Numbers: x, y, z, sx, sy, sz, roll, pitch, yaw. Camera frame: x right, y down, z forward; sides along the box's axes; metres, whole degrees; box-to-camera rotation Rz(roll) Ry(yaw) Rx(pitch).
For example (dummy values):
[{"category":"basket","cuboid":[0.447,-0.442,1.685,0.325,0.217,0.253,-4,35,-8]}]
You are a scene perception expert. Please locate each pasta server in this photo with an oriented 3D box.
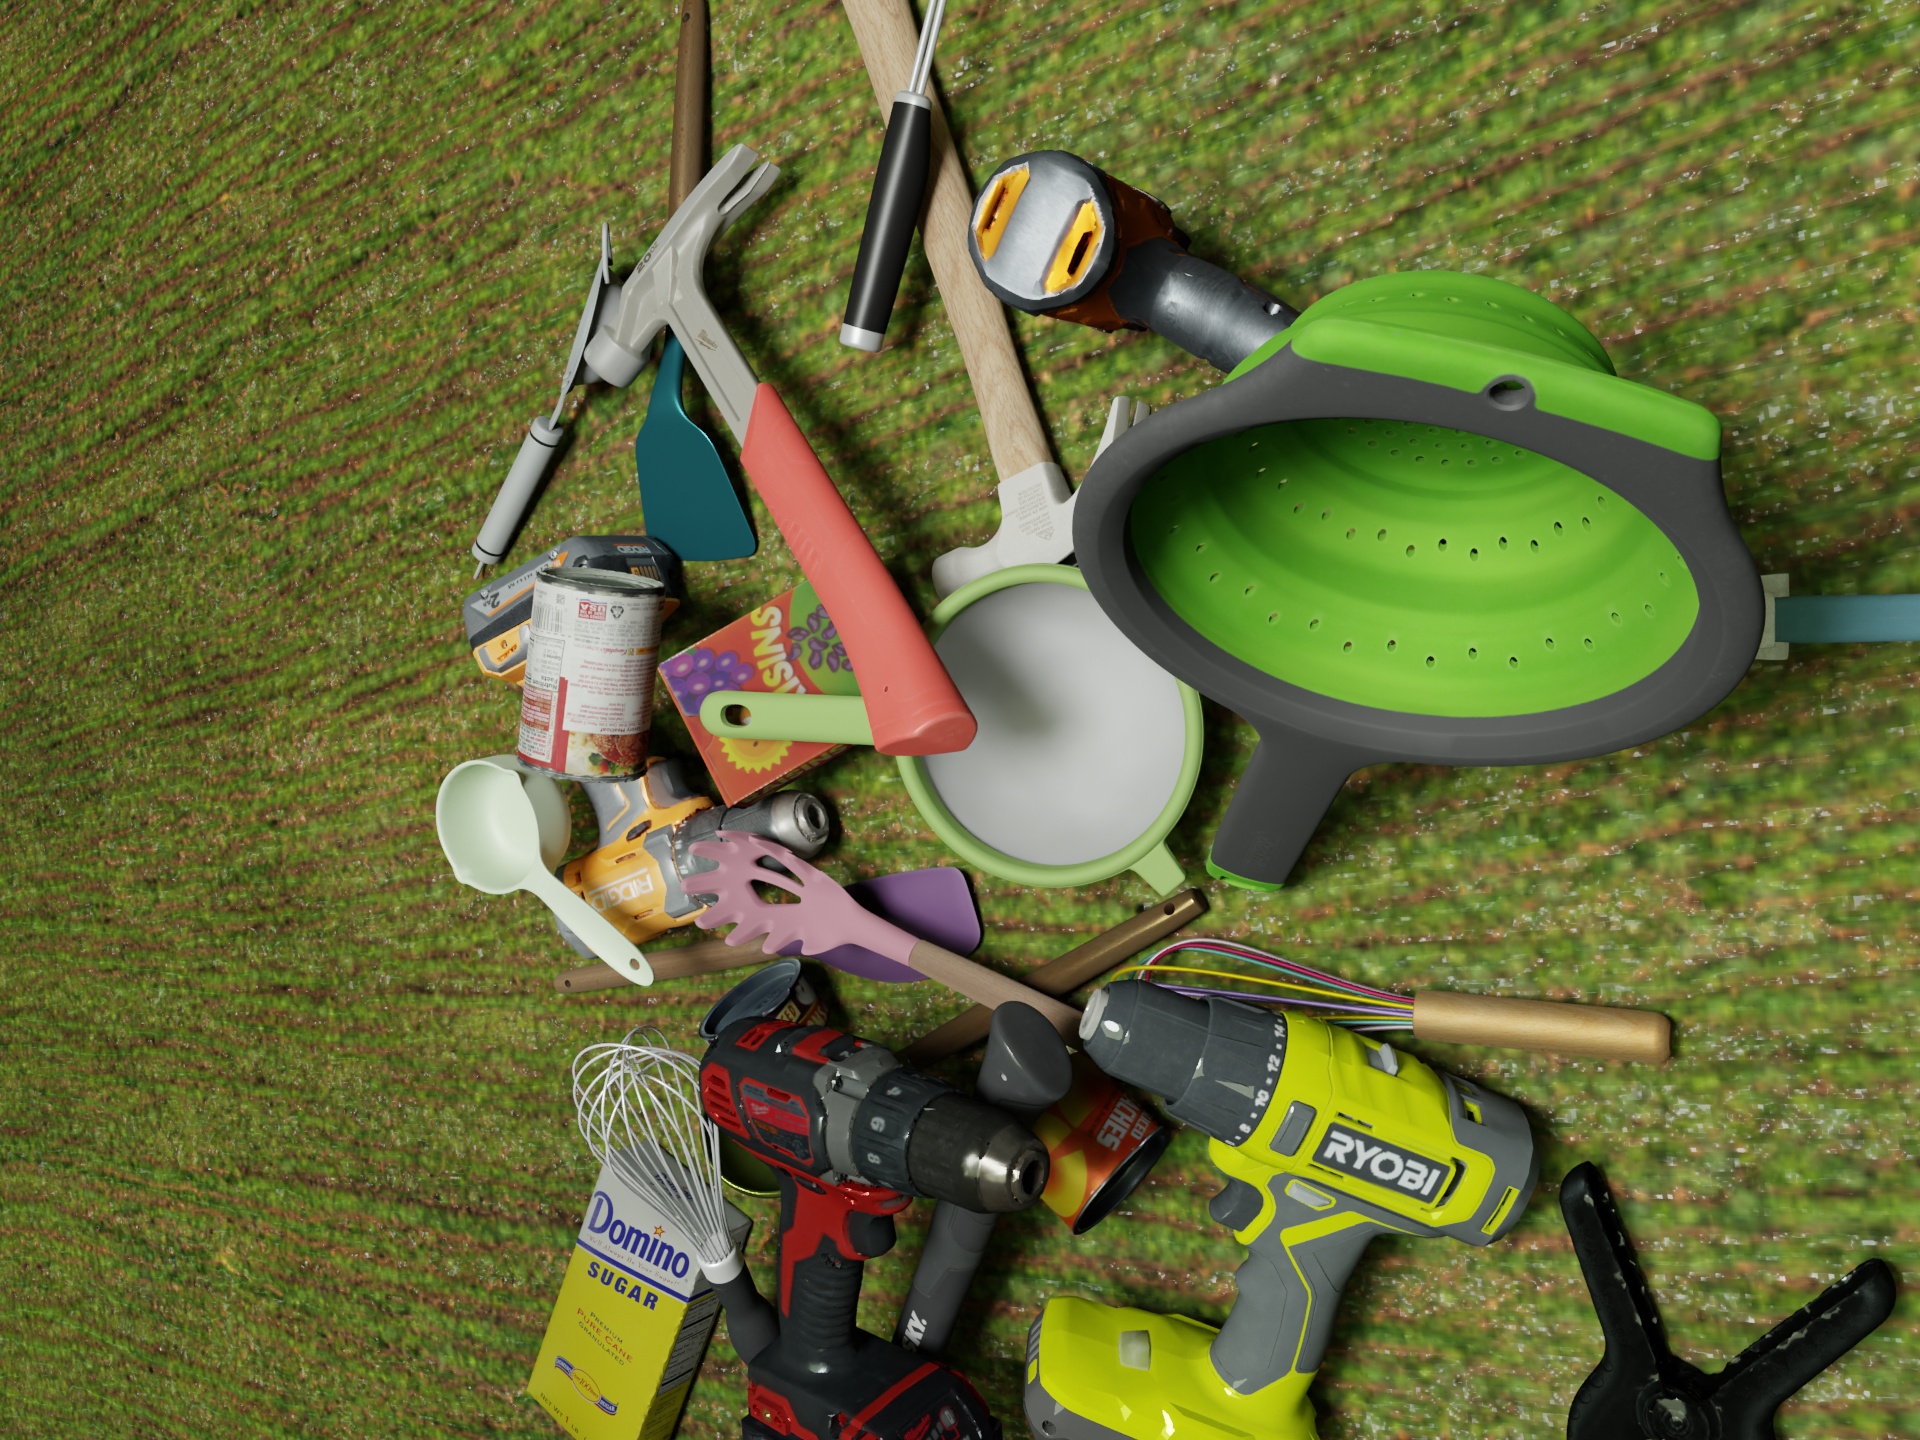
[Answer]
[{"category":"pasta server","cuboid":[-0.003,0.127,0.780,0.316,0.040,0.060,22,105,26]}]

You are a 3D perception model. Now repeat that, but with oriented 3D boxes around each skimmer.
[{"category":"skimmer","cuboid":[-0.035,-0.362,0.748,0.127,0.090,0.363,-136,57,-61]}]

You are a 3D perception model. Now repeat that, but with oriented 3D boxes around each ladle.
[{"category":"ladle","cuboid":[-0.011,0.162,0.819,0.320,0.062,0.078,-34,58,27]}]

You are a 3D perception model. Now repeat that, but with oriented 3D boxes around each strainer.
[{"category":"strainer","cuboid":[-0.245,-0.181,0.963,0.258,0.050,0.087,-53,28,31]},{"category":"strainer","cuboid":[-0.001,-0.002,0.777,0.256,0.069,0.151,2,99,22]}]

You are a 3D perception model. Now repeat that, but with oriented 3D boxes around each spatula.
[{"category":"spatula","cuboid":[-0.153,-0.252,0.910,0.082,0.044,0.317,2,89,34]},{"category":"spatula","cuboid":[-0.121,0.133,0.911,0.316,0.018,0.060,-14,93,33]}]

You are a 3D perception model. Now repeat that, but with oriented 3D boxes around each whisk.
[{"category":"whisk","cuboid":[-0.136,0.263,0.835,0.070,0.070,0.284,15,135,32]},{"category":"whisk","cuboid":[0.181,0.128,0.703,0.245,0.051,0.047,1,114,29]}]

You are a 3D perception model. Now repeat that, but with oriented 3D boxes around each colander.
[{"category":"colander","cuboid":[0.144,-0.038,0.579,0.204,0.396,0.094,16,66,6]}]

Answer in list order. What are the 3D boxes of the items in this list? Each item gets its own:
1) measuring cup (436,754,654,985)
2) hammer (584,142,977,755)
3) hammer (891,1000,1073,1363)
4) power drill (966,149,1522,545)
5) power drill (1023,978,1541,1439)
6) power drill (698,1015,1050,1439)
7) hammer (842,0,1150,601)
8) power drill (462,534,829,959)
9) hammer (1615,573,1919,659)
[{"category":"measuring cup","cuboid":[-0.220,0.084,0.883,0.168,0.038,0.083,40,116,13]},{"category":"hammer","cuboid":[-0.079,-0.128,0.777,0.149,0.036,0.359,-45,55,21]},{"category":"hammer","cuboid":[-0.011,0.268,0.785,0.146,0.035,0.334,36,127,29]},{"category":"power drill","cuboid":[0.128,-0.159,0.664,0.226,0.164,0.084,32,110,15]},{"category":"power drill","cuboid":[0.113,0.227,0.690,0.190,0.080,0.228,22,109,-2]},{"category":"power drill","cuboid":[-0.034,0.255,0.727,0.188,0.080,0.226,7,107,41]},{"category":"hammer","cuboid":[0.002,-0.231,0.802,0.130,0.031,0.331,-22,80,33]},{"category":"power drill","cuboid":[-0.178,0.008,0.908,0.185,0.084,0.226,-22,84,30]},{"category":"hammer","cuboid":[0.393,-0.035,0.517,0.331,0.128,0.033,0,95,24]}]
